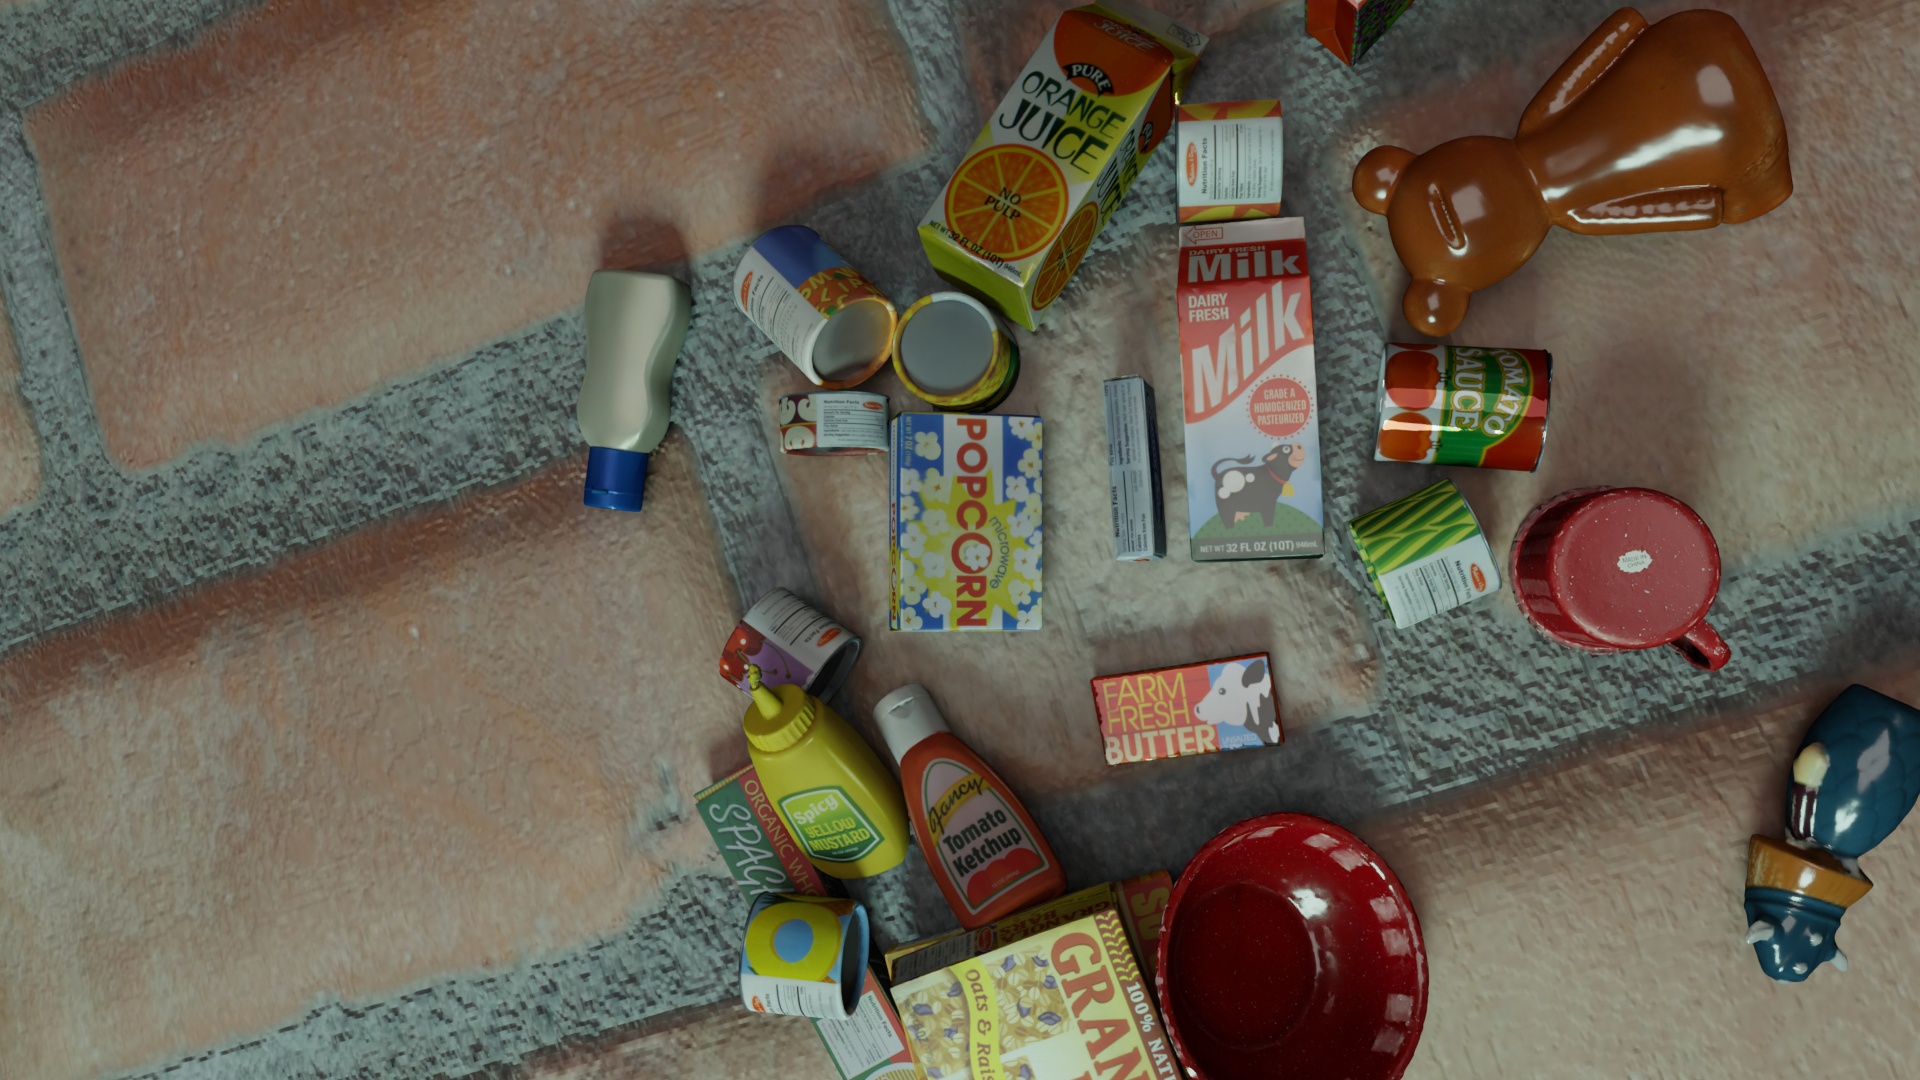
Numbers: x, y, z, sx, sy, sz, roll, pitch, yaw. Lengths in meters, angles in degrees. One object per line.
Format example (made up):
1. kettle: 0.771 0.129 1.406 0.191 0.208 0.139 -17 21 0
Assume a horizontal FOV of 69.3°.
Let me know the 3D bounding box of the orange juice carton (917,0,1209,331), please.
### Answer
1. orange juice carton: 0.061 -0.225 0.793 0.072 0.073 0.193 32 86 13

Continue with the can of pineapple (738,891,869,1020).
1. can of pineapple: -0.087 0.232 0.785 0.058 0.071 0.071 2 88 11

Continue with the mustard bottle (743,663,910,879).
1. mustard bottle: -0.084 0.128 0.783 0.065 0.049 0.159 -18 126 16

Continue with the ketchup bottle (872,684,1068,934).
1. ketchup bottle: -0.002 0.149 0.789 0.065 0.043 0.149 -30 58 -7

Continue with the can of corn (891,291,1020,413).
1. can of corn: -0.003 -0.106 0.816 0.071 0.058 0.071 -1 87 13

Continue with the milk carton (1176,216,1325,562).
1. milk carton: 0.160 -0.084 0.771 0.072 0.073 0.190 -2 87 13

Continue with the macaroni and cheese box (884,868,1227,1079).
1. macaroni and cheese box: 0.055 0.268 0.782 0.166 0.040 0.124 -16 81 2

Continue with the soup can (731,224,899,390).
1. soup can: -0.083 -0.138 0.819 0.071 0.071 0.084 -49 57 7

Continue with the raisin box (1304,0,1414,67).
1. raisin box: 0.244 -0.330 0.757 0.040 0.086 0.123 44 97 12

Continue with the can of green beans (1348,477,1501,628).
1. can of green beans: 0.250 0.007 0.751 0.058 0.071 0.071 -24 83 11

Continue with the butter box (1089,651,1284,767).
1. butter box: 0.129 0.097 0.794 0.103 0.024 0.053 -9 86 12

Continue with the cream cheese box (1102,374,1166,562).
1. cream cheese box: 0.100 -0.040 0.792 0.024 0.053 0.104 -5 86 14

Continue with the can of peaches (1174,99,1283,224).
1. can of peaches: 0.150 -0.214 0.783 0.058 0.071 0.071 -1 88 9

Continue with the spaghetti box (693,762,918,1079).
1. spaghetti box: -0.078 0.249 0.831 0.050 0.028 0.250 -32 81 9

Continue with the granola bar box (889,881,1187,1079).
1. granola bar box: 0.050 0.276 0.725 0.124 0.039 0.165 -21 99 3

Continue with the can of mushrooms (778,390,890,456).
1. can of mushrooms: -0.076 -0.069 0.828 0.071 0.071 0.033 -2 89 13

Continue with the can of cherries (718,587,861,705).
1. can of cherries: -0.102 0.072 0.826 0.058 0.071 0.071 32 95 12

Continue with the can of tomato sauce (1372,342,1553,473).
1. can of tomato sauce: 0.268 -0.073 0.748 0.083 0.071 0.071 5 89 13

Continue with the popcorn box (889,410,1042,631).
1. popcorn box: 0.003 -0.010 0.805 0.085 0.038 0.126 1 87 -14

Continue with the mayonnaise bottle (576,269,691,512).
1. mayonnaise bottle: -0.209 -0.093 0.870 0.065 0.041 0.148 8 90 14
